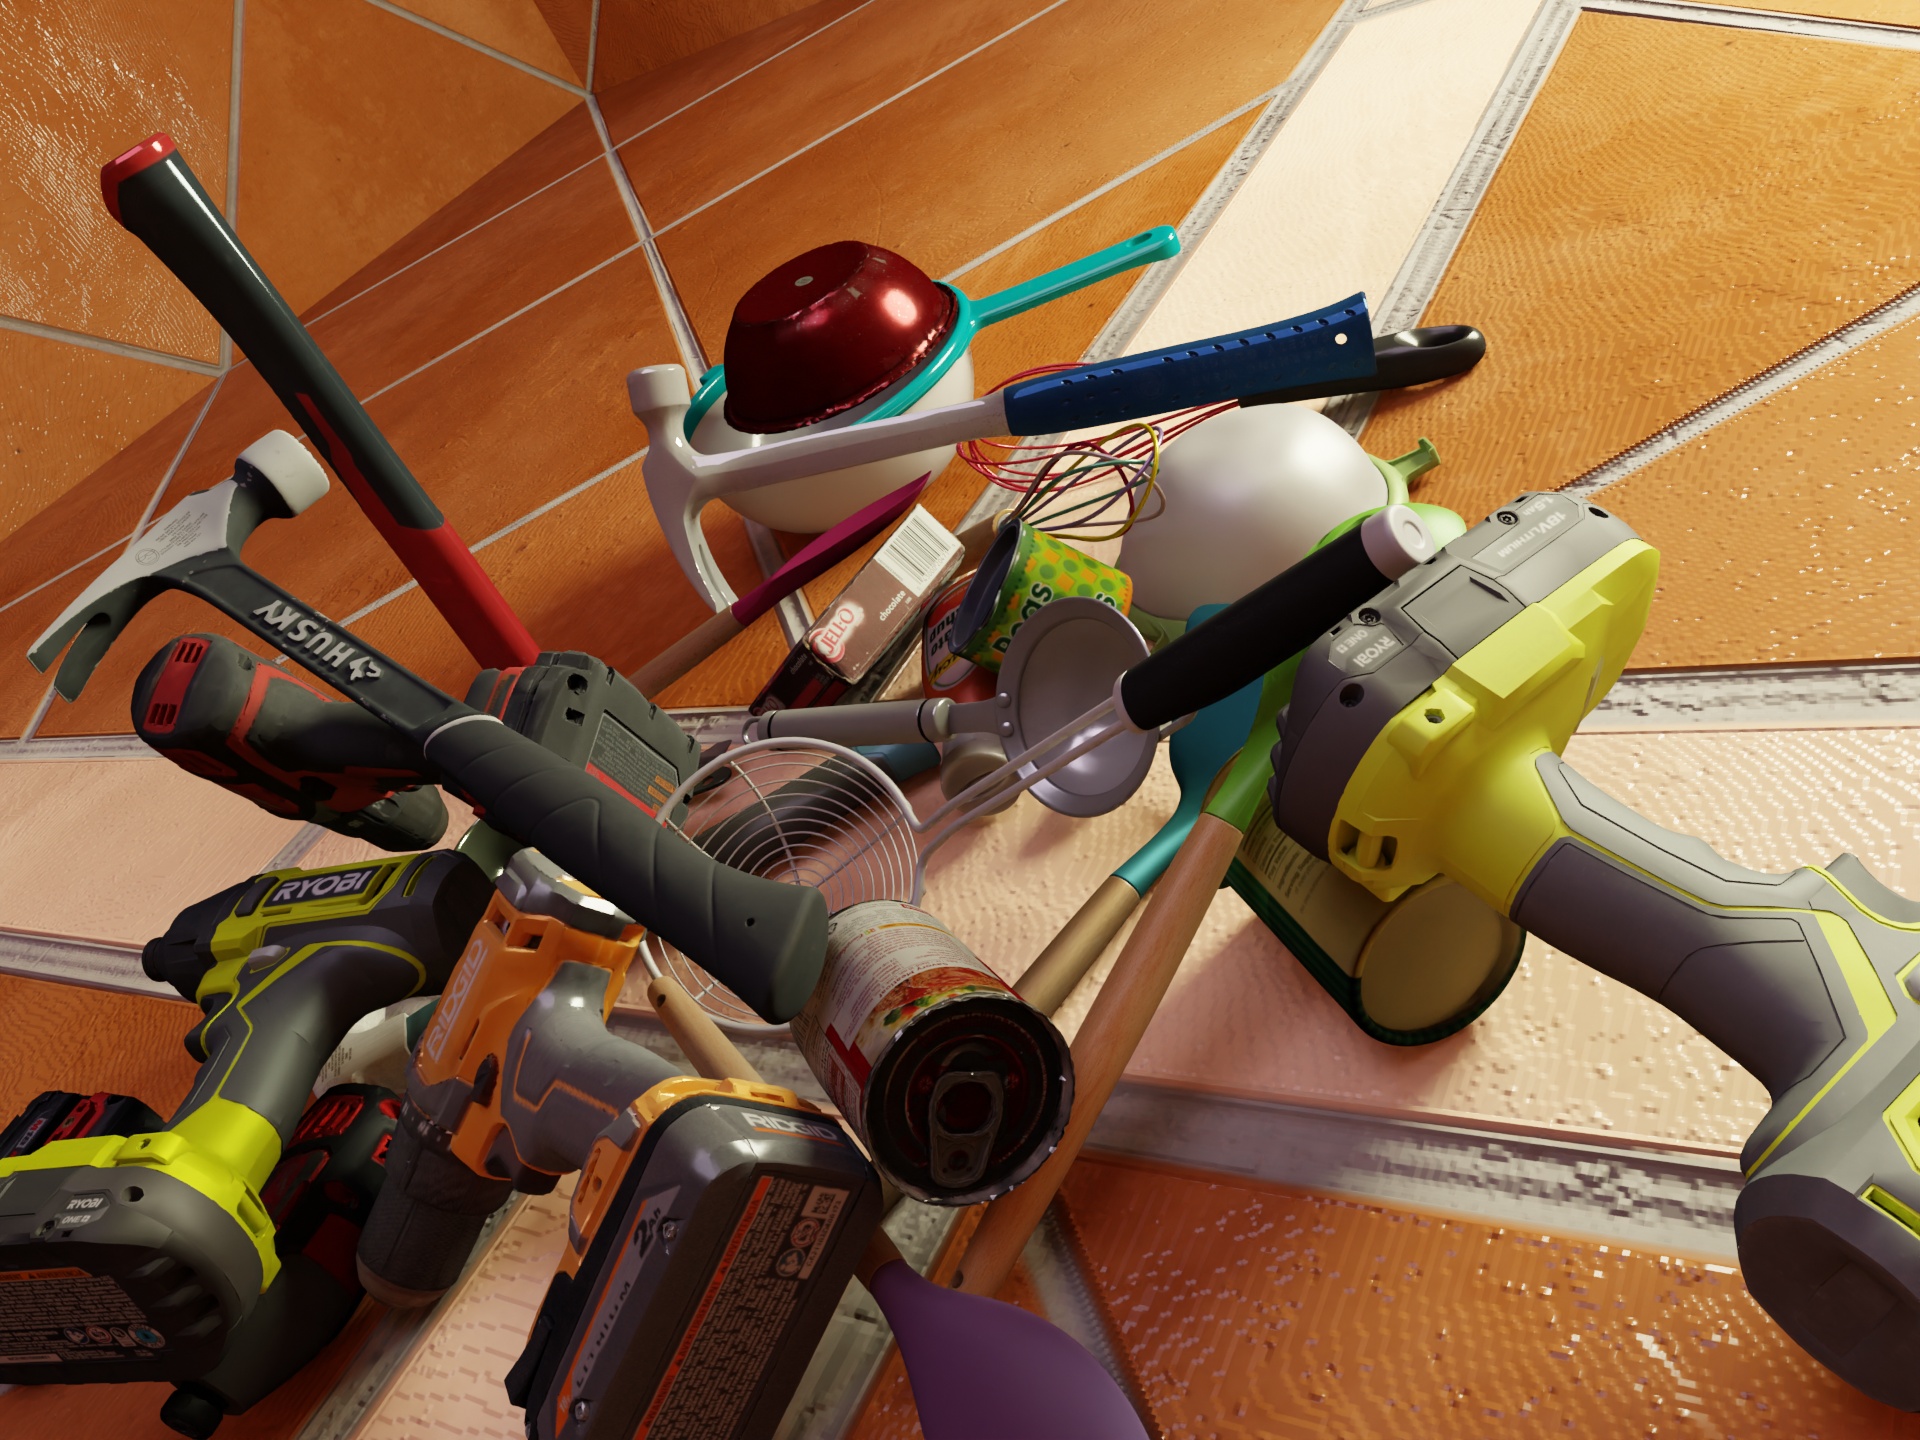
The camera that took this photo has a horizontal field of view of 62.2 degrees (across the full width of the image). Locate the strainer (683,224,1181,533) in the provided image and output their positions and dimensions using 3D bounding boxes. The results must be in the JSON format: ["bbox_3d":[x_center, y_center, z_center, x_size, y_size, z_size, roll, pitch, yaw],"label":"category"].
[{"bbox_3d":[-0.014,-0.206,1.000,0.340,0.095,0.211,-20,36,12],"label":"strainer"}]

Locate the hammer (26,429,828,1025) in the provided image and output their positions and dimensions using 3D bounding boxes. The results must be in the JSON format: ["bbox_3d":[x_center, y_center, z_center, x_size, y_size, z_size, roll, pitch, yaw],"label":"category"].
[{"bbox_3d":[-0.206,0.002,0.607,0.409,0.036,0.149,28,62,31],"label":"hammer"}]

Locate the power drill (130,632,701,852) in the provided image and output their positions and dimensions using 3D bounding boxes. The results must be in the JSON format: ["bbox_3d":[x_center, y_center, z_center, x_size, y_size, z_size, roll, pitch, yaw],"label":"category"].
[{"bbox_3d":[-0.238,0.027,0.737,0.227,0.187,0.080,5,68,21],"label":"power drill"}]

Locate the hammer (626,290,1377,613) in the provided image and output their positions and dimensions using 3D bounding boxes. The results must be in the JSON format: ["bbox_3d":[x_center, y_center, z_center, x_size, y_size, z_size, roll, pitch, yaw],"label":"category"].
[{"bbox_3d":[0.017,-0.158,0.860,0.405,0.144,0.035,-9,6,15],"label":"hammer"}]

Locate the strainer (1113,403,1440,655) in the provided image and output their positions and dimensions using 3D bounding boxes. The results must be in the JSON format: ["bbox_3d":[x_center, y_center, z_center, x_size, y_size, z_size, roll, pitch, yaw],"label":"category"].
[{"bbox_3d":[0.105,-0.073,0.733,0.151,0.069,0.256,2,42,41],"label":"strainer"}]

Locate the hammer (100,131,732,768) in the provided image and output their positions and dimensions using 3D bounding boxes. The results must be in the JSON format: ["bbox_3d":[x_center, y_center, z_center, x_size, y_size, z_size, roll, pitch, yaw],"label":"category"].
[{"bbox_3d":[-0.260,-0.103,0.771,0.143,0.385,0.038,-8,37,32],"label":"hammer"}]

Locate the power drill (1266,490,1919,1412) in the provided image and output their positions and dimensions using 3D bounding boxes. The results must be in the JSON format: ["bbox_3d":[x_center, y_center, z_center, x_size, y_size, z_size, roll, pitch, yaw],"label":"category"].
[{"bbox_3d":[0.217,0.036,0.426,0.190,0.080,0.229,-34,55,-22],"label":"power drill"}]

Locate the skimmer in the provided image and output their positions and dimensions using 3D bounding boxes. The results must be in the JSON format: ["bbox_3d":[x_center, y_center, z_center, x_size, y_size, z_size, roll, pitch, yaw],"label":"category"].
[{"bbox_3d":[0.002,0.016,0.573,0.363,0.090,0.127,-34,57,44],"label":"skimmer"}]

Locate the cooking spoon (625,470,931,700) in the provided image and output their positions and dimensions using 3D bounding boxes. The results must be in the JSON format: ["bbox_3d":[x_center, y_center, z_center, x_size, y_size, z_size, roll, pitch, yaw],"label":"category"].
[{"bbox_3d":[-0.139,-0.044,0.875,0.319,0.017,0.069,-32,14,23],"label":"cooking spoon"}]

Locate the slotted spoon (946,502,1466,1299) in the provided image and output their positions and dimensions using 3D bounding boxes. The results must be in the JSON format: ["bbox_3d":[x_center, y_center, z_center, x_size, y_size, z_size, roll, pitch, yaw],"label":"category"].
[{"bbox_3d":[0.075,0.056,0.519,0.314,0.031,0.070,-60,25,-7],"label":"slotted spoon"}]

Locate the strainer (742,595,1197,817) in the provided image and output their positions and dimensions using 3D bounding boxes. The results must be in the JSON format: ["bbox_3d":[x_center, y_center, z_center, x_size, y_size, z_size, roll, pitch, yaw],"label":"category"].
[{"bbox_3d":[-0.001,-0.002,0.669,0.258,0.087,0.050,-4,0,39],"label":"strainer"}]

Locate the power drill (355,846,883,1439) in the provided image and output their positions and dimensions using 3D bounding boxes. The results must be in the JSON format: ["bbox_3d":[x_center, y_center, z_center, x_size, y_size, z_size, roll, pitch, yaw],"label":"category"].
[{"bbox_3d":[-0.139,0.166,0.557,0.226,0.084,0.185,30,94,50],"label":"power drill"}]

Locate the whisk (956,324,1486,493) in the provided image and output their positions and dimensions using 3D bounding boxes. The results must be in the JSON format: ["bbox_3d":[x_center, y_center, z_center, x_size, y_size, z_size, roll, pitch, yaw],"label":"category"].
[{"bbox_3d":[0.135,-0.177,0.875,0.296,0.073,0.073,-7,37,21],"label":"whisk"}]

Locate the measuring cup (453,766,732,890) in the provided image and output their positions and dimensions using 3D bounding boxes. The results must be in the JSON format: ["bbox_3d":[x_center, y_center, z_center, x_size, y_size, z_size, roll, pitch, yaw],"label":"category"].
[{"bbox_3d":[-0.183,0.058,0.817,0.167,0.038,0.083,-16,34,19],"label":"measuring cup"}]

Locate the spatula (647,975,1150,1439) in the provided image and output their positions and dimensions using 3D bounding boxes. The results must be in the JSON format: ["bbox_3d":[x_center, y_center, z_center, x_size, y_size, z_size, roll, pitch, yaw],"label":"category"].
[{"bbox_3d":[-0.035,0.166,0.526,0.060,0.018,0.316,-56,41,0],"label":"spatula"}]

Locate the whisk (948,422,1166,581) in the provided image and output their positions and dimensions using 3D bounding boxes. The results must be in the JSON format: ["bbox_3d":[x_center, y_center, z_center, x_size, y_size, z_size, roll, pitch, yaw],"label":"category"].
[{"bbox_3d":[0.033,-0.096,0.789,0.051,0.047,0.245,-18,2,-24],"label":"whisk"}]

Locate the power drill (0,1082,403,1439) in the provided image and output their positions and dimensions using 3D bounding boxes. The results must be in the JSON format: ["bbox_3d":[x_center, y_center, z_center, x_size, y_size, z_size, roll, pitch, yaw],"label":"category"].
[{"bbox_3d":[-0.336,0.224,0.672,0.220,0.078,0.143,-7,38,27],"label":"power drill"}]

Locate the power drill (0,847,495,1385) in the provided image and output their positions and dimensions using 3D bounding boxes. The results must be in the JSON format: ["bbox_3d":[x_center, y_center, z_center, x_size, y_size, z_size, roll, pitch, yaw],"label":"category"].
[{"bbox_3d":[-0.303,0.144,0.637,0.171,0.080,0.223,-9,31,18],"label":"power drill"}]

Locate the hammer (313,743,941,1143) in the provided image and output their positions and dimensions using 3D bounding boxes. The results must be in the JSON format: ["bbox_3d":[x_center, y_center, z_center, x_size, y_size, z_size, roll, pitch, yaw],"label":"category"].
[{"bbox_3d":[-0.158,0.090,0.753,0.331,0.033,0.128,-31,31,-3],"label":"hammer"}]

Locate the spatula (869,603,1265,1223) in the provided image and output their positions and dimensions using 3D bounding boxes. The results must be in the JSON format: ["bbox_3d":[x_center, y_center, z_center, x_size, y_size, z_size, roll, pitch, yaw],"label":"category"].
[{"bbox_3d":[0.041,0.075,0.602,0.082,0.044,0.317,11,51,49],"label":"spatula"}]
